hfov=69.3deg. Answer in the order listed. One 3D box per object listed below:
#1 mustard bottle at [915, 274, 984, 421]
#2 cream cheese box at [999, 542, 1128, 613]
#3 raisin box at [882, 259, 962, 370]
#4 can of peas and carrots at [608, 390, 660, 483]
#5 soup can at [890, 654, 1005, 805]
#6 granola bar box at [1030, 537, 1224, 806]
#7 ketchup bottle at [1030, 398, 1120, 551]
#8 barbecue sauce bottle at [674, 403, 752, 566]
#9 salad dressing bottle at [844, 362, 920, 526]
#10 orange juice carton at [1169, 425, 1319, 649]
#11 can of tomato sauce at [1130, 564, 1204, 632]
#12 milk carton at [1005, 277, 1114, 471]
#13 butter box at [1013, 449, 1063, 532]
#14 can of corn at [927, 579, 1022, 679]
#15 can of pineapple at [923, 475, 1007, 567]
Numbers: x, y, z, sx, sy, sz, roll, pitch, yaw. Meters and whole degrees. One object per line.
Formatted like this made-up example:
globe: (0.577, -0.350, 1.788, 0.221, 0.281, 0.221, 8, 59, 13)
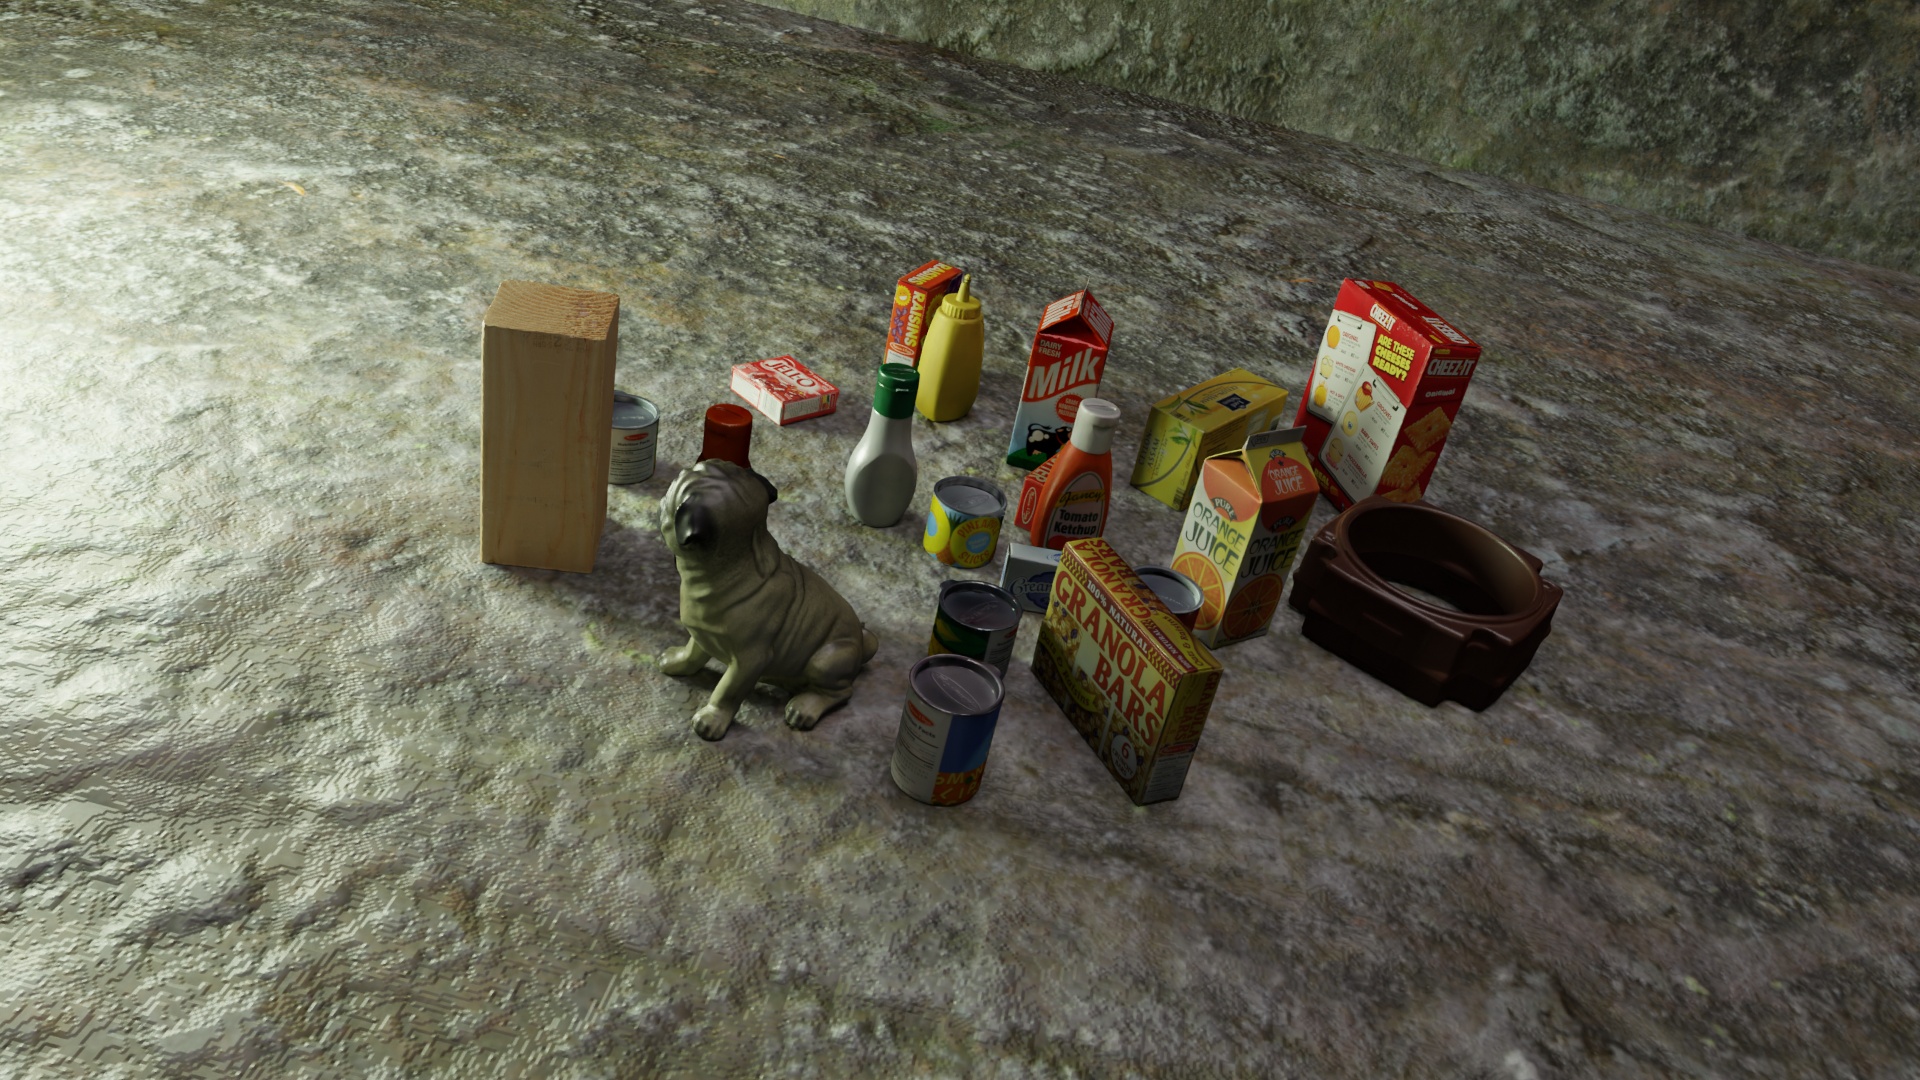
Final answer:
mustard bottle: (-0.006, -0.201, 1.428, 0.065, 0.159, 0.049, -16, 41, -38)
cream cheese box: (0.086, 0.037, 1.178, 0.104, 0.053, 0.024, 10, 31, -4)
raisin box: (-0.042, -0.231, 1.497, 0.040, 0.122, 0.086, 23, 33, 17)
can of peas and carrots: (-0.305, -0.092, 1.242, 0.071, 0.058, 0.071, 9, 31, -6)
soup can: (-0.008, 0.131, 0.964, 0.071, 0.083, 0.072, 9, 31, -6)
granola bar box: (0.118, 0.094, 1.029, 0.039, 0.123, 0.166, -6, 36, -28)
ketchup bottle: (0.107, -0.054, 1.242, 0.065, 0.148, 0.044, 4, 32, -14)
barbecue sauce bottle: (-0.191, -0.036, 1.106, 0.065, 0.147, 0.044, 22, 32, 15)
salad dressing bottle: (-0.065, -0.084, 1.230, 0.064, 0.146, 0.044, 2, 33, -18)
orange juice carton: (0.240, -0.010, 1.176, 0.072, 0.191, 0.073, -11, 38, -34)
can of tomato sauce: (0.152, 0.073, 1.116, 0.071, 0.082, 0.071, 9, 31, -6)
milk carton: (0.103, -0.162, 1.375, 0.073, 0.189, 0.073, 15, 31, 3)
butter box: (0.088, -0.051, 1.321, 0.024, 0.052, 0.104, 25, 33, 20)
can of corn: (0.009, 0.072, 1.090, 0.071, 0.058, 0.071, 9, 31, -6)
can of pineapple: (0.004, -0.015, 1.230, 0.071, 0.057, 0.071, 9, 31, -6)
